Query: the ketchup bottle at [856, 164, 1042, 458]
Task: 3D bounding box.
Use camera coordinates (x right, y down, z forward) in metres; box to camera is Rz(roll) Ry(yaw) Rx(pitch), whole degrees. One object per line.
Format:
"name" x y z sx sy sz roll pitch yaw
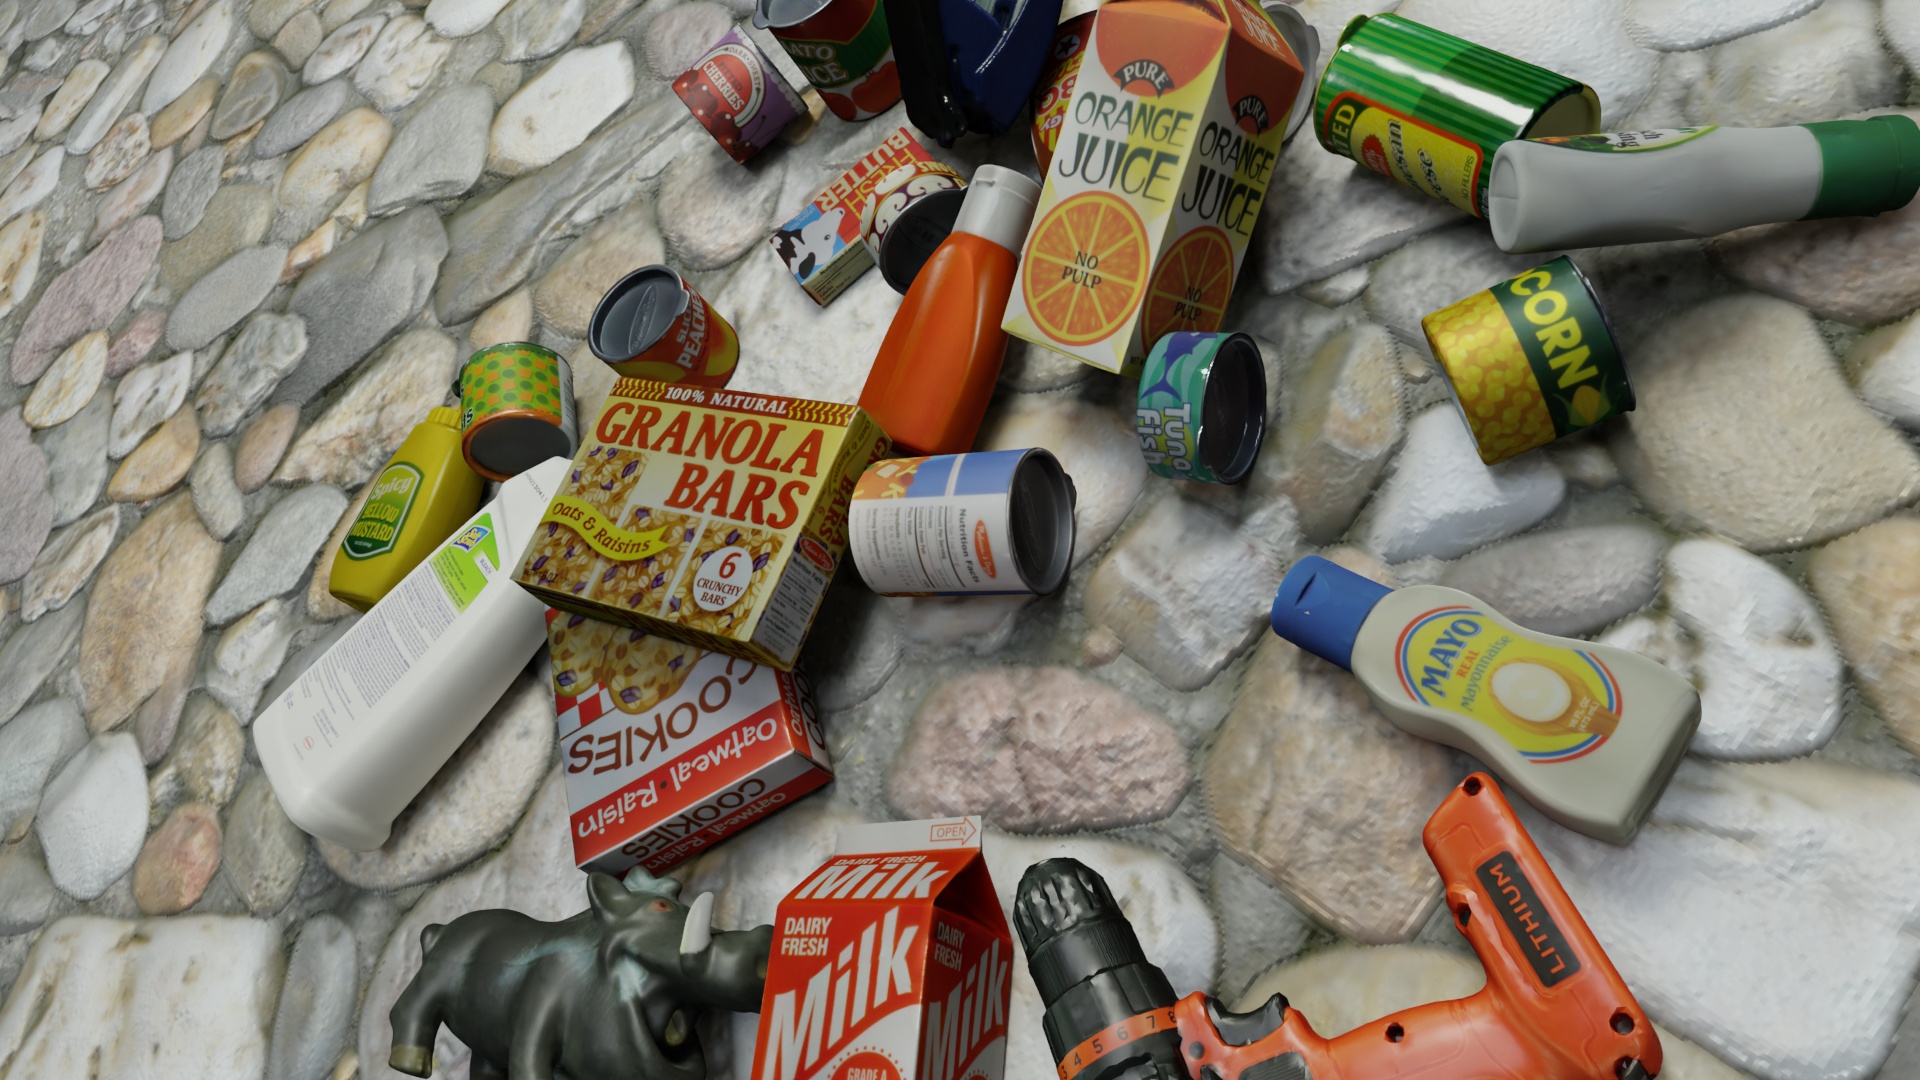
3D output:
"ketchup bottle" -0.002 -0.112 0.693 0.065 0.043 0.149 19 86 36

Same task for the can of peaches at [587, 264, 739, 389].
"can of peaches" -0.168 -0.116 0.800 0.071 0.058 0.071 -14 57 22

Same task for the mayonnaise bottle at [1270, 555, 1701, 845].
"mayonnaise bottle" 0.186 0.050 0.512 0.148 0.041 0.065 28 81 37

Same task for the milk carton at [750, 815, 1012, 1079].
"milk carton" -0.030 0.200 0.530 0.072 0.073 0.191 -9 59 26

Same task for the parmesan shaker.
"parmesan shaker" 0.216 -0.186 0.611 0.071 0.071 0.103 -47 51 -1

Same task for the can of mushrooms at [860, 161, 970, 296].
"can of mushrooms" -0.016 -0.166 0.735 0.071 0.071 0.033 -37 50 7

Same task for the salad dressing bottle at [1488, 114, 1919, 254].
"salad dressing bottle" 0.285 -0.139 0.536 0.148 0.064 0.044 -4 104 5

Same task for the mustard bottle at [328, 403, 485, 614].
"mustard bottle" -0.325 -0.030 0.846 0.065 0.048 0.161 5 66 30

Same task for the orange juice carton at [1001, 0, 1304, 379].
"orange juice carton" 0.092 -0.172 0.626 0.073 0.072 0.192 26 105 37

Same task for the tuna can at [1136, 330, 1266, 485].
"tuna can" 0.104 -0.056 0.603 0.033 0.071 0.071 7 67 34

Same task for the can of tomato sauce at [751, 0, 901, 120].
"can of tomato sauce" -0.074 -0.304 0.837 0.071 0.083 0.071 -14 58 23

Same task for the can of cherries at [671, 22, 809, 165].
"can of cherries" -0.139 -0.279 0.868 0.058 0.071 0.072 -39 51 5

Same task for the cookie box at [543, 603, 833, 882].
"cookie box" -0.139 0.070 0.689 0.123 0.040 0.168 -30 52 12

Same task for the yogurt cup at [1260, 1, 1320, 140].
"yogurt cup" 0.134 -0.231 0.690 0.054 0.072 0.072 22 76 45

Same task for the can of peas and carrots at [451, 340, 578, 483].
"can of peas and carrots" -0.265 -0.075 0.825 0.071 0.071 0.059 -27 54 15

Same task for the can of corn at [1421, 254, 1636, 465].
"can of corn" 0.220 -0.070 0.542 0.058 0.071 0.071 -24 54 18

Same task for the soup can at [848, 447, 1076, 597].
"soup can" 0.002 -0.008 0.637 0.083 0.071 0.071 -2 63 30

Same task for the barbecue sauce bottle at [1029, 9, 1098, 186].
"barbecue sauce bottle" 0.066 -0.208 0.727 0.064 0.043 0.149 -16 57 32

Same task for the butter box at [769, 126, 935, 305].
"butter box" -0.056 -0.186 0.797 0.103 0.024 0.053 -39 52 5

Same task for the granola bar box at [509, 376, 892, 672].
"granola bar box" -0.127 -0.013 0.679 0.165 0.039 0.124 10 68 34
